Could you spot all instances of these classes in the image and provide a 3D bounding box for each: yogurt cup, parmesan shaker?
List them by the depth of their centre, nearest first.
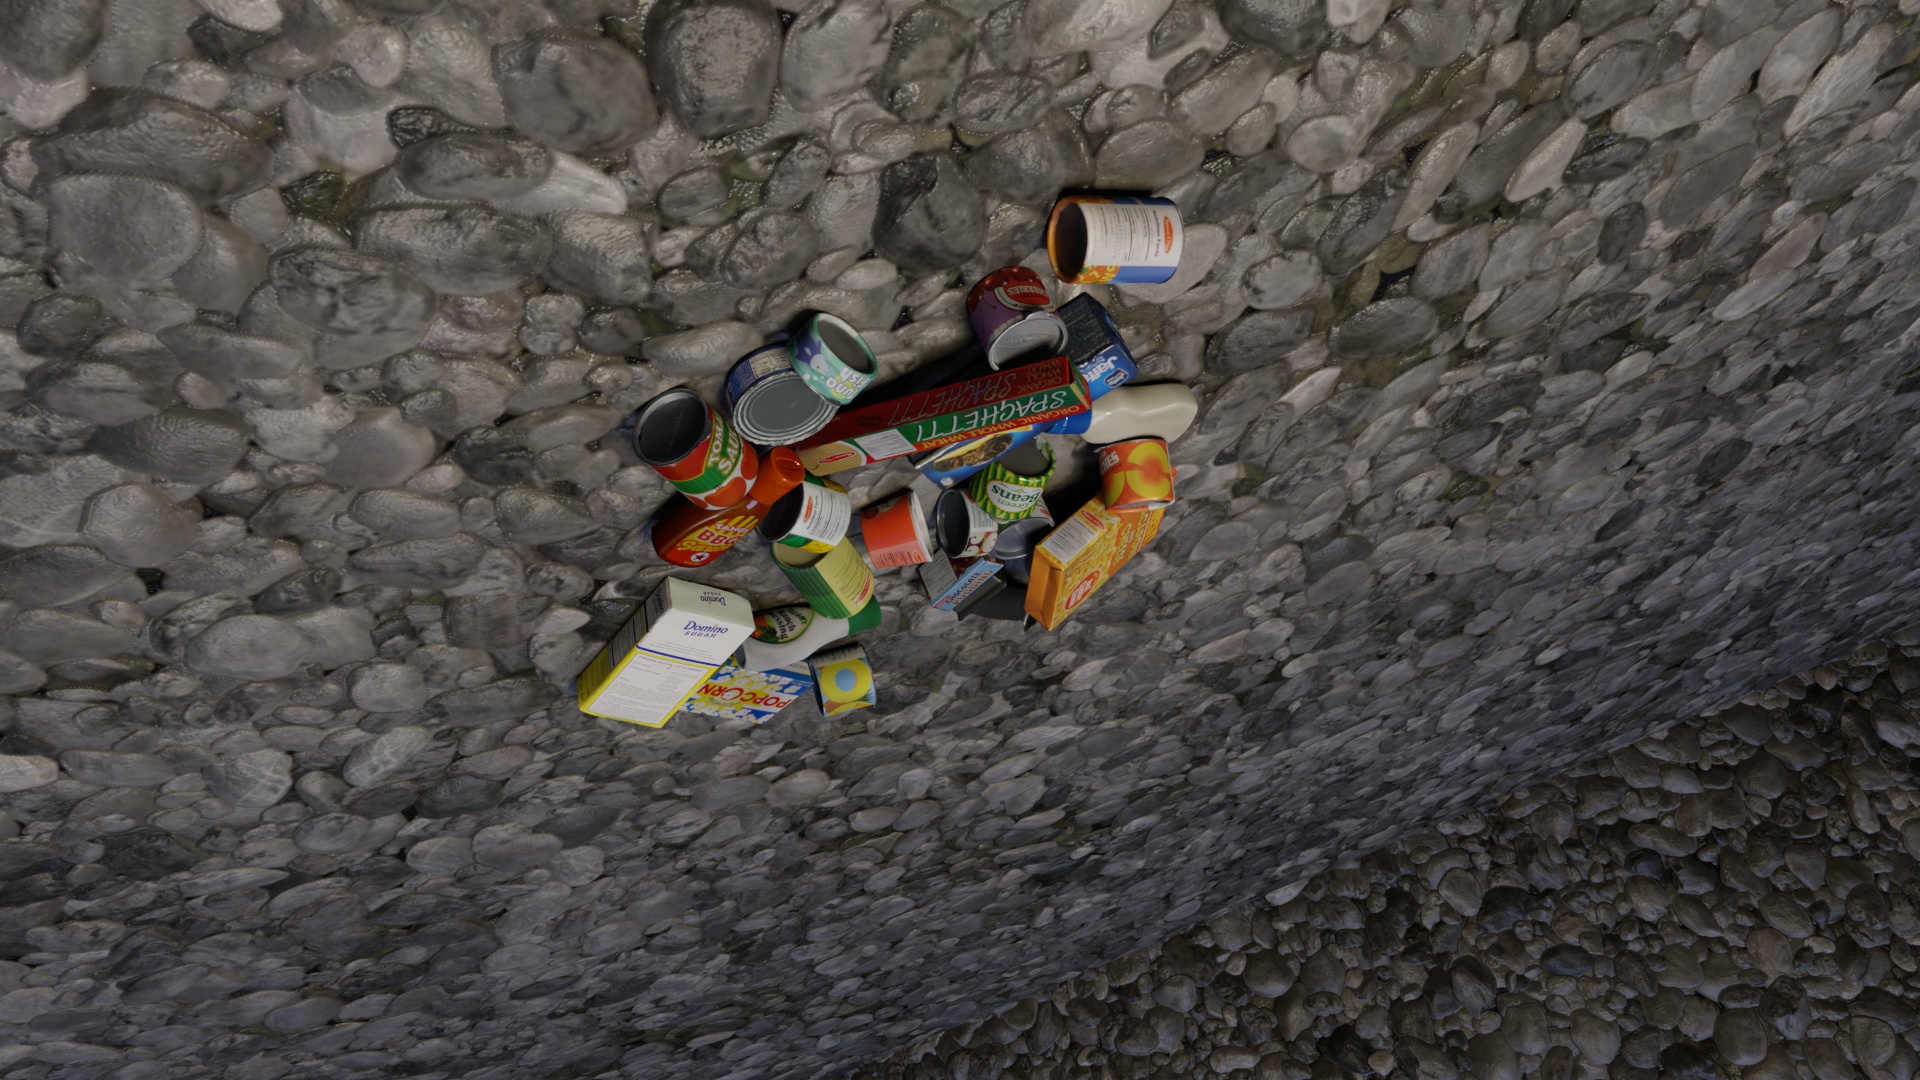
[{"bbox_3d":[-0.126,0.019,1.277,0.071,0.071,0.102,-25,148,3],"label":"parmesan shaker"},{"bbox_3d":[-0.059,-0.007,1.279,0.054,0.073,0.072,-16,149,4],"label":"yogurt cup"}]

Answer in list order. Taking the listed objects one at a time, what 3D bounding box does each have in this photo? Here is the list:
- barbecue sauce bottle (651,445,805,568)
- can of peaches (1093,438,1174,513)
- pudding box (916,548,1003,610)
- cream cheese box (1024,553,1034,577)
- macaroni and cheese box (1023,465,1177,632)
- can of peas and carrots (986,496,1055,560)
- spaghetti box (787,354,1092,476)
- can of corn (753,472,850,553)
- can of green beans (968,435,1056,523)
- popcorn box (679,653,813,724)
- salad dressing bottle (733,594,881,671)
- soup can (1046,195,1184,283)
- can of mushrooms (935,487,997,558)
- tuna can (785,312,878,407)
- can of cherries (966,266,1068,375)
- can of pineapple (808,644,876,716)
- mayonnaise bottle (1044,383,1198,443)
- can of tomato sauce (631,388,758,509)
[{"bbox_3d":[-0.191,-0.028,1.159,0.148,0.044,0.065,-33,153,32],"label":"barbecue sauce bottle"},{"bbox_3d":[0.161,-0.059,1.289,0.071,0.058,0.071,-7,172,-1],"label":"can of peaches"},{"bbox_3d":[-0.001,0.027,1.379,0.030,0.050,0.083,14,133,-47],"label":"pudding box"},{"bbox_3d":[0.123,0.013,1.463,0.104,0.024,0.053,-7,147,-24],"label":"cream cheese box"},{"bbox_3d":[0.137,0.000,1.371,0.167,0.040,0.123,-40,158,-25],"label":"macaroni and cheese box"},{"bbox_3d":[0.048,-0.022,1.327,0.071,0.059,0.070,-16,148,-10],"label":"can of peas and carrots"},{"bbox_3d":[-0.018,-0.099,1.124,0.250,0.029,0.050,-12,154,20],"label":"spaghetti box"},{"bbox_3d":[-0.139,-0.026,1.198,0.071,0.071,0.058,-40,145,26],"label":"can of corn"},{"bbox_3d":[0.047,-0.061,1.260,0.071,0.071,0.057,-6,144,-26],"label":"can of green beans"},{"bbox_3d":[-0.225,0.145,1.425,0.085,0.038,0.126,-38,146,26],"label":"popcorn box"},{"bbox_3d":[-0.151,0.087,1.369,0.148,0.064,0.043,-16,129,-27],"label":"salad dressing bottle"},{"bbox_3d":[0.116,-0.227,1.055,0.084,0.071,0.071,-5,144,-25],"label":"soup can"},{"bbox_3d":[0.005,-0.016,1.303,0.033,0.071,0.070,-4,144,-29],"label":"can of mushrooms"},{"bbox_3d":[-0.096,-0.136,1.050,0.032,0.071,0.071,-41,144,25],"label":"tuna can"},{"bbox_3d":[0.045,-0.174,1.095,0.071,0.058,0.071,-15,148,-10],"label":"can of cherries"},{"bbox_3d":[-0.124,0.150,1.468,0.058,0.071,0.070,-13,147,-14],"label":"can of pineapple"},{"bbox_3d":[0.141,-0.115,1.263,0.148,0.041,0.064,-2,148,-29],"label":"mayonnaise bottle"},{"bbox_3d":[-0.204,-0.070,1.085,0.071,0.071,0.083,-28,149,8],"label":"can of tomato sauce"}]
